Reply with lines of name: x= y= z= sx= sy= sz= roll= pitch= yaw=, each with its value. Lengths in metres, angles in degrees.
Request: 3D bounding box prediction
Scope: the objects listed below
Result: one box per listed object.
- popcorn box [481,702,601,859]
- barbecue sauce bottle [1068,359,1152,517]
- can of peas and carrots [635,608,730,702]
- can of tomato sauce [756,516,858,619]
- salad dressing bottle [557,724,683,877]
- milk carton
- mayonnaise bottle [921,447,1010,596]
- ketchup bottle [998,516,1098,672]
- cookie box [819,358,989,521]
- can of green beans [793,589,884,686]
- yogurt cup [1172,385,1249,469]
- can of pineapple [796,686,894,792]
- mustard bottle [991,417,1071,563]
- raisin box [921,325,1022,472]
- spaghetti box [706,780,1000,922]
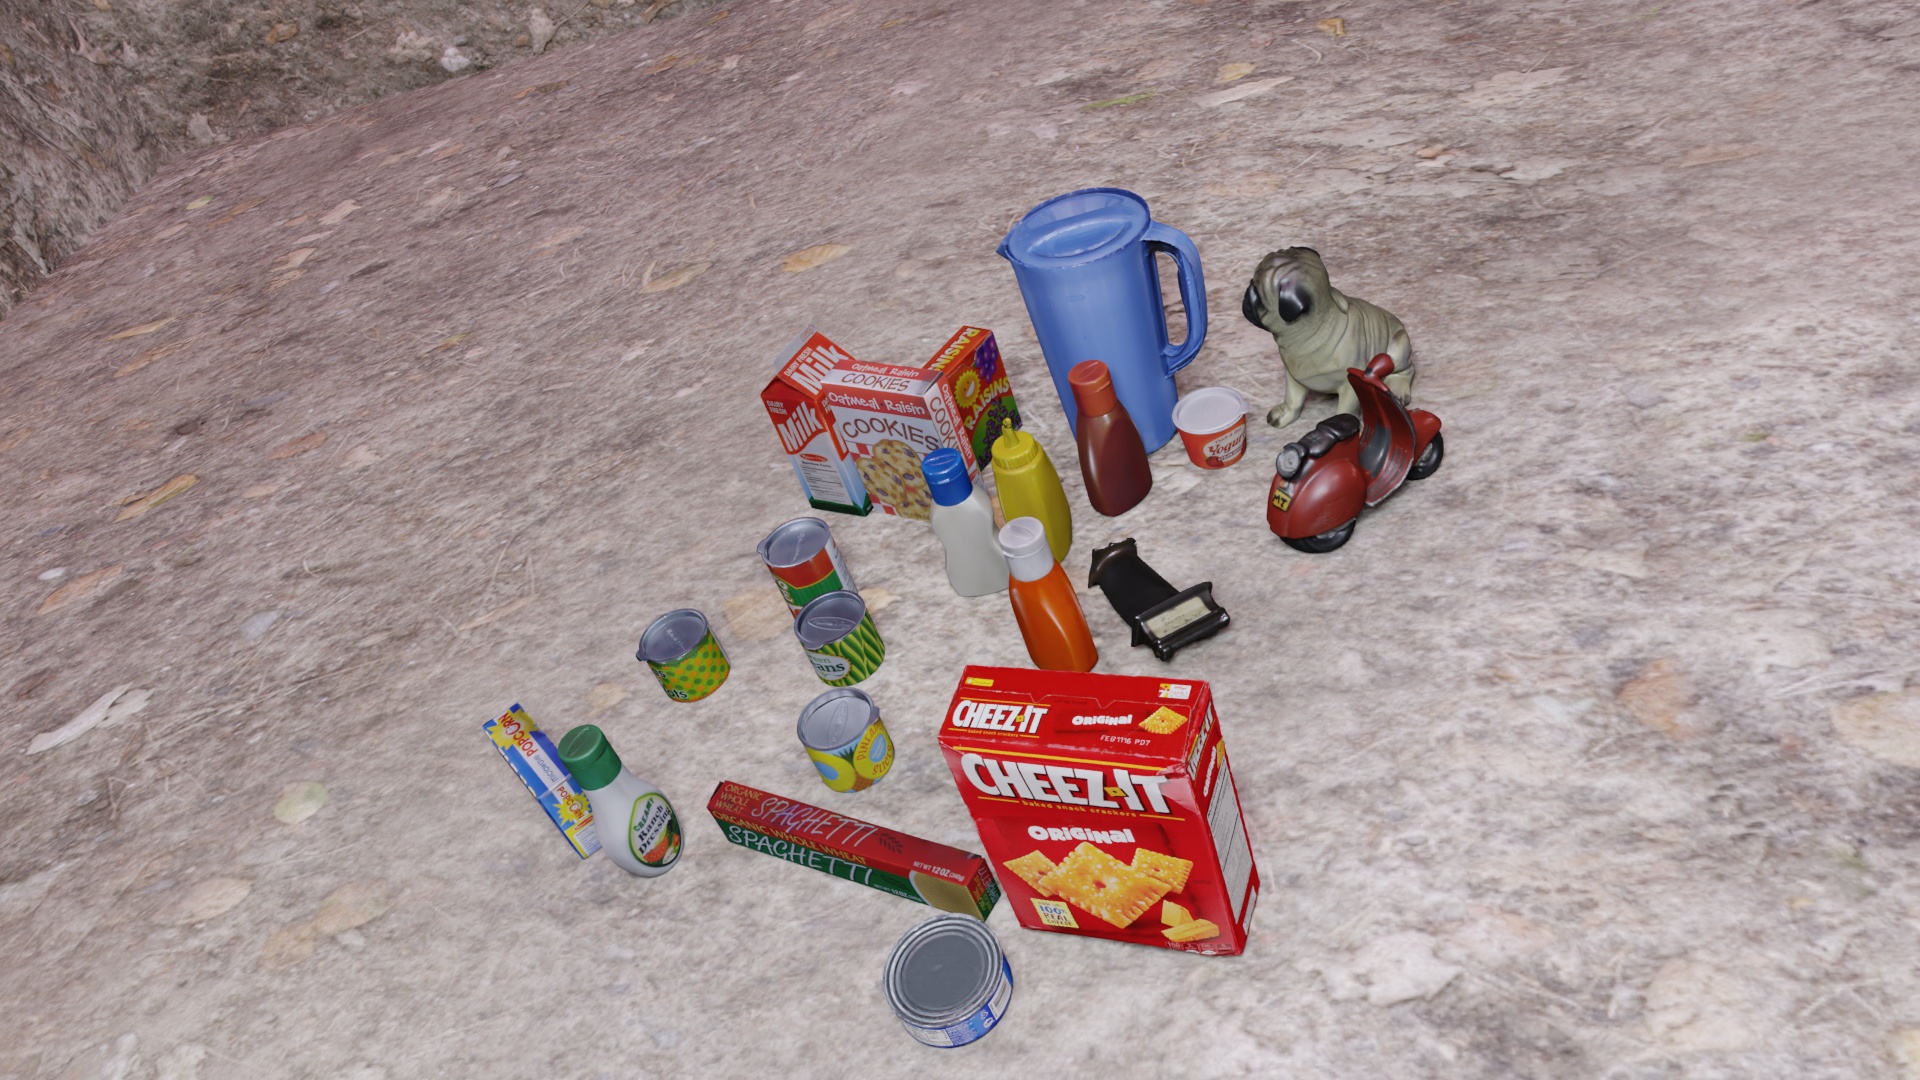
popcorn box: x=-0.348 y=0.203 z=1.177 sx=0.038 sy=0.084 sz=0.127 roll=-38 pitch=42 yaw=-19
barbecue sauce bottle: x=0.132 y=-0.094 z=1.259 sx=0.065 sy=0.147 sz=0.044 roll=-40 pitch=42 yaw=-21
can of peas and carrots: x=-0.253 y=0.107 z=1.267 sx=0.071 sy=0.058 sz=0.071 roll=-12 pitch=40 yaw=11
can of tomato sauce: x=-0.141 y=0.031 z=1.286 sx=0.071 sy=0.082 sz=0.071 roll=-12 pitch=40 yaw=11
salad dressing bottle: x=-0.267 y=0.205 z=1.090 sx=0.044 sy=0.147 sz=0.064 roll=5 pitch=46 yaw=29
milk carton: x=-0.133 y=-0.120 z=1.372 sx=0.073 sy=0.189 sz=0.073 roll=9 pitch=48 yaw=32
mayonnaise bottle: x=0.004 y=-0.015 z=1.224 sx=0.065 sy=0.147 sz=0.041 roll=-12 pitch=40 yaw=11
ketchup bottle: x=0.067 y=0.047 z=1.124 sx=0.065 sy=0.148 sz=0.044 roll=23 pitch=56 yaw=41
cookie box: x=-0.050 y=-0.092 z=1.321 sx=0.123 sy=0.166 sz=0.040 roll=11 pitch=49 yaw=34
can of green beans: x=-0.106 y=0.087 z=1.226 sx=0.071 sy=0.057 sz=0.071 roll=-12 pitch=40 yaw=11
yogurt cup: x=0.236 y=-0.103 z=1.299 sx=0.072 sy=0.053 sz=0.073 roll=-12 pitch=40 yaw=11
can of pineapple: x=-0.091 y=0.163 z=1.132 sx=0.071 sy=0.057 sz=0.071 roll=-12 pitch=40 yaw=11
mustard bottle: x=0.059 y=-0.049 z=1.229 sx=0.049 sy=0.159 sz=0.066 roll=0 pitch=43 yaw=24
raisin box: x=0.011 y=-0.140 z=1.385 sx=0.040 sy=0.122 sz=0.086 roll=16 pitch=52 yaw=37
spaghetti box: x=-0.087 y=0.233 z=1.055 sx=0.250 sy=0.050 sz=0.029 roll=9 pitch=48 yaw=31
